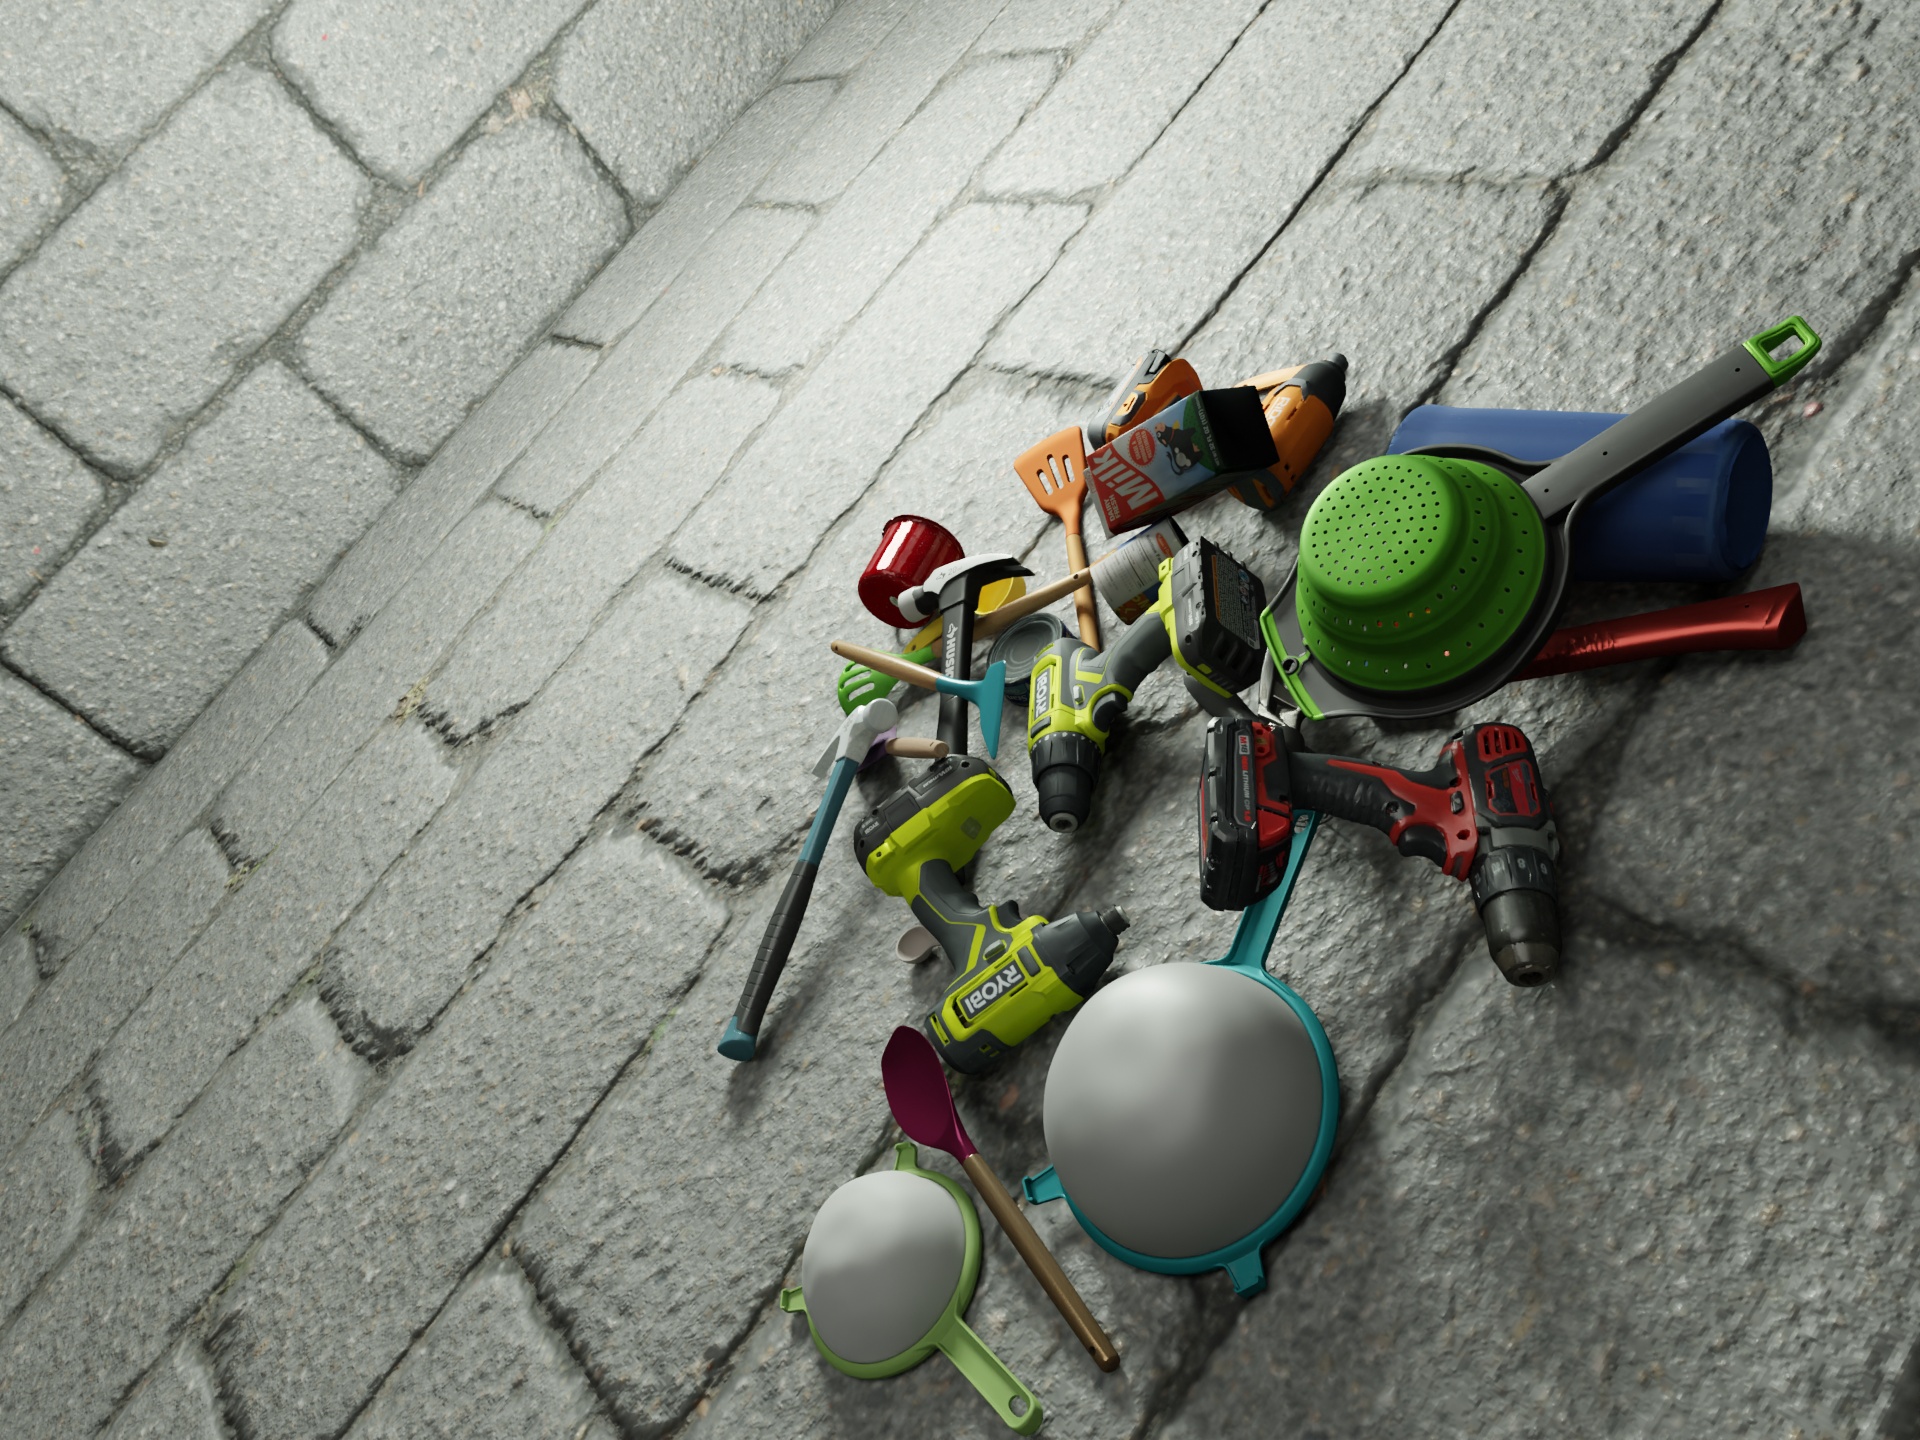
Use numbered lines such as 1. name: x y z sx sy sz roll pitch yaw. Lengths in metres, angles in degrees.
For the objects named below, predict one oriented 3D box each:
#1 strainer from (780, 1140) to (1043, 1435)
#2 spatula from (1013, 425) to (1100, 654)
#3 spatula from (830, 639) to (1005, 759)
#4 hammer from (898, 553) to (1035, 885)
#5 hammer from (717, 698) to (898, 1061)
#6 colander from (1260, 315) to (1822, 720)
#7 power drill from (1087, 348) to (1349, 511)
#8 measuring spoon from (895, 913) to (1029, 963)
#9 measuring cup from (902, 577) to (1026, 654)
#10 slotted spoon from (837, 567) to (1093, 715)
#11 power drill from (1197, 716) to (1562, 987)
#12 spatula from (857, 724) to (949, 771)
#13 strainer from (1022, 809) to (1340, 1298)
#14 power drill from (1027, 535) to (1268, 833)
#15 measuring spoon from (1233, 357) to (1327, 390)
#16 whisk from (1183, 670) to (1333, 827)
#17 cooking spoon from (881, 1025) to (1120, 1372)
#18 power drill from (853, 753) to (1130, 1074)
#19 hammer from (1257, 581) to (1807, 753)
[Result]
1. strainer: -0.036 0.389 1.075 0.151 0.069 0.257 -50 35 -10
2. spatula: 0.105 -0.163 1.520 0.081 0.041 0.323 -27 40 20
3. spatula: -0.040 -0.040 1.423 0.318 0.044 0.082 20 108 52
4. hammer: -0.002 -0.005 1.422 0.146 0.035 0.335 -23 50 35
5. hammer: -0.140 0.140 1.407 0.128 0.033 0.331 -28 39 67
6. colander: 0.359 -0.153 1.040 0.397 0.094 0.205 -34 51 21
7. power drill: 0.246 -0.283 1.476 0.227 0.084 0.164 20 69 47
8. measuring spoon: 0.004 0.178 1.300 0.124 0.018 0.034 -15 44 24
9. measuring cup: 0.004 -0.099 1.572 0.156 0.029 0.062 -34 44 33
10. slotted spoon: -0.004 -0.079 1.526 0.314 0.031 0.070 -24 60 29
11. power drill: 0.271 0.081 1.024 0.226 0.080 0.188 2 49 4
12. spatula: -0.056 0.025 1.403 0.060 0.018 0.316 -53 12 -10
13. strainer: 0.155 0.184 1.044 0.211 0.095 0.340 9 69 45
14. power drill: 0.140 -0.026 1.288 0.228 0.080 0.191 -39 31 36
15. measuring spoon: 0.308 -0.325 1.517 0.117 0.011 0.021 -6 50 45
16. whisk: 0.226 0.014 1.228 0.055 0.055 0.239 -40 32 4
17. cooking spoon: 0.020 0.324 1.104 0.319 0.017 0.068 46 117 48
18. power drill: 0.021 0.140 1.242 0.171 0.080 0.223 -38 51 7
19. hammer: 0.384 -0.048 1.104 0.359 0.036 0.149 -11 37 26
